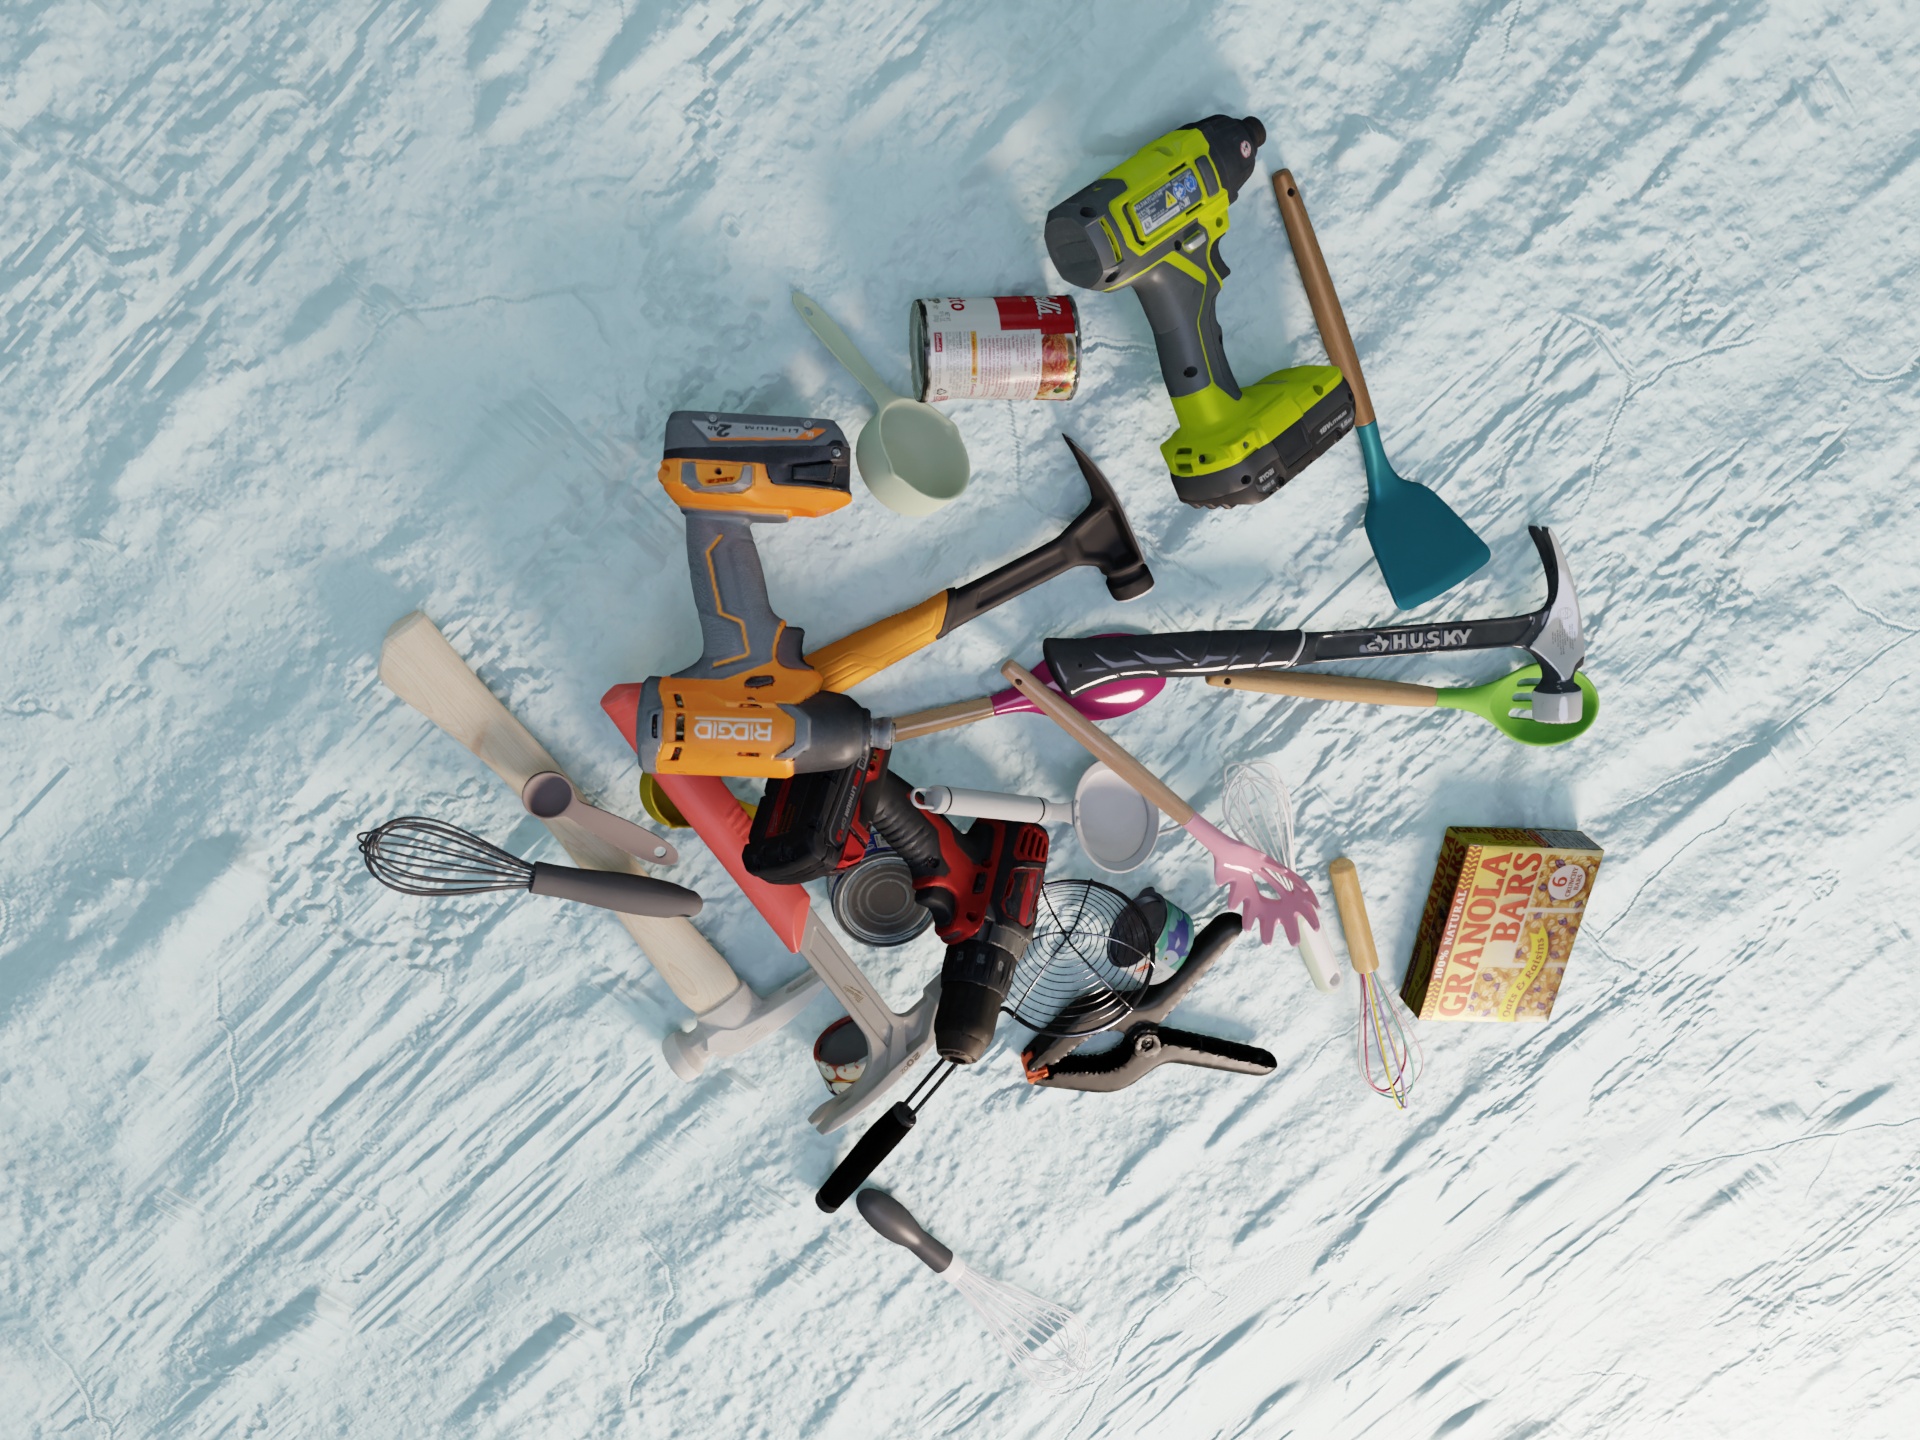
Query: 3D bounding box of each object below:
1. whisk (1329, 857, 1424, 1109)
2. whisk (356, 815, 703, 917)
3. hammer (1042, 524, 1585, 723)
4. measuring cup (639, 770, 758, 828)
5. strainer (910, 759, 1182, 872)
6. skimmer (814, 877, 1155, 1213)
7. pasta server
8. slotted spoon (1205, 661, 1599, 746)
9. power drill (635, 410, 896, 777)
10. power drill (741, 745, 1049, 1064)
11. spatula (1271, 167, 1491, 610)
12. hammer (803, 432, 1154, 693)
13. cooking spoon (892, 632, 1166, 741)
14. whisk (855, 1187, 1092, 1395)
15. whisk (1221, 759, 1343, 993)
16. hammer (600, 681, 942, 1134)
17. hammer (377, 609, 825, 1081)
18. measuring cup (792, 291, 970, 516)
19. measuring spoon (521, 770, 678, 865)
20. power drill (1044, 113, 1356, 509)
[{"bbox_3d":[0.339,0.219,1.314,0.047,0.051,0.244,-34,116,-34],"label":"whisk"},{"bbox_3d":[-0.291,0.106,1.092,0.238,0.055,0.055,13,110,-22],"label":"whisk"},{"bbox_3d":[0.262,-0.059,1.160,0.409,0.036,0.149,-4,99,-8],"label":"hammer"},{"bbox_3d":[-0.164,0.068,1.151,0.156,0.029,0.062,30,70,-35],"label":"measuring cup"},{"bbox_3d":[0.061,0.064,1.147,0.258,0.050,0.087,9,76,-42],"label":"strainer"},{"bbox_3d":[0.009,0.270,1.254,0.090,0.127,0.363,6,130,-49],"label":"skimmer"},{"bbox_3d":[0.148,0.060,1.173,0.316,0.040,0.060,39,119,-17],"label":"pasta server"},{"bbox_3d":[0.336,-0.022,1.211,0.313,0.031,0.070,4,112,-11],"label":"slotted spoon"},{"bbox_3d":[-0.119,-0.076,1.018,0.164,0.084,0.226,3,89,-4],"label":"power drill"},{"bbox_3d":[-0.038,0.118,1.108,0.226,0.188,0.080,34,147,-31],"label":"power drill"},{"bbox_3d":[0.279,-0.229,1.098,0.082,0.044,0.317,-30,114,-6],"label":"spatula"},{"bbox_3d":[-0.036,-0.070,1.111,0.337,0.034,0.127,-28,117,2],"label":"hammer"},{"bbox_3d":[-0.002,-0.004,1.156,0.319,0.017,0.068,-14,115,-6],"label":"cooking spoon"},{"bbox_3d":[0.012,0.484,1.356,0.070,0.070,0.284,-43,110,9],"label":"whisk"},{"bbox_3d":[0.259,0.127,1.252,0.058,0.059,0.246,-41,123,-22],"label":"whisk"},{"bbox_3d":[-0.140,0.123,1.119,0.149,0.037,0.358,-41,113,-16],"label":"hammer"},{"bbox_3d":[-0.255,0.083,1.135,0.146,0.038,0.410,-33,115,3],"label":"hammer"},{"bbox_3d":[-0.062,-0.205,1.041,0.167,0.083,0.038,50,134,-7],"label":"measuring cup"},{"bbox_3d":[-0.249,0.069,1.106,0.124,0.018,0.034,32,96,-29],"label":"measuring spoon"},{"bbox_3d":[0.166,-0.266,1.028,0.171,0.080,0.223,-39,116,-22],"label":"power drill"}]
